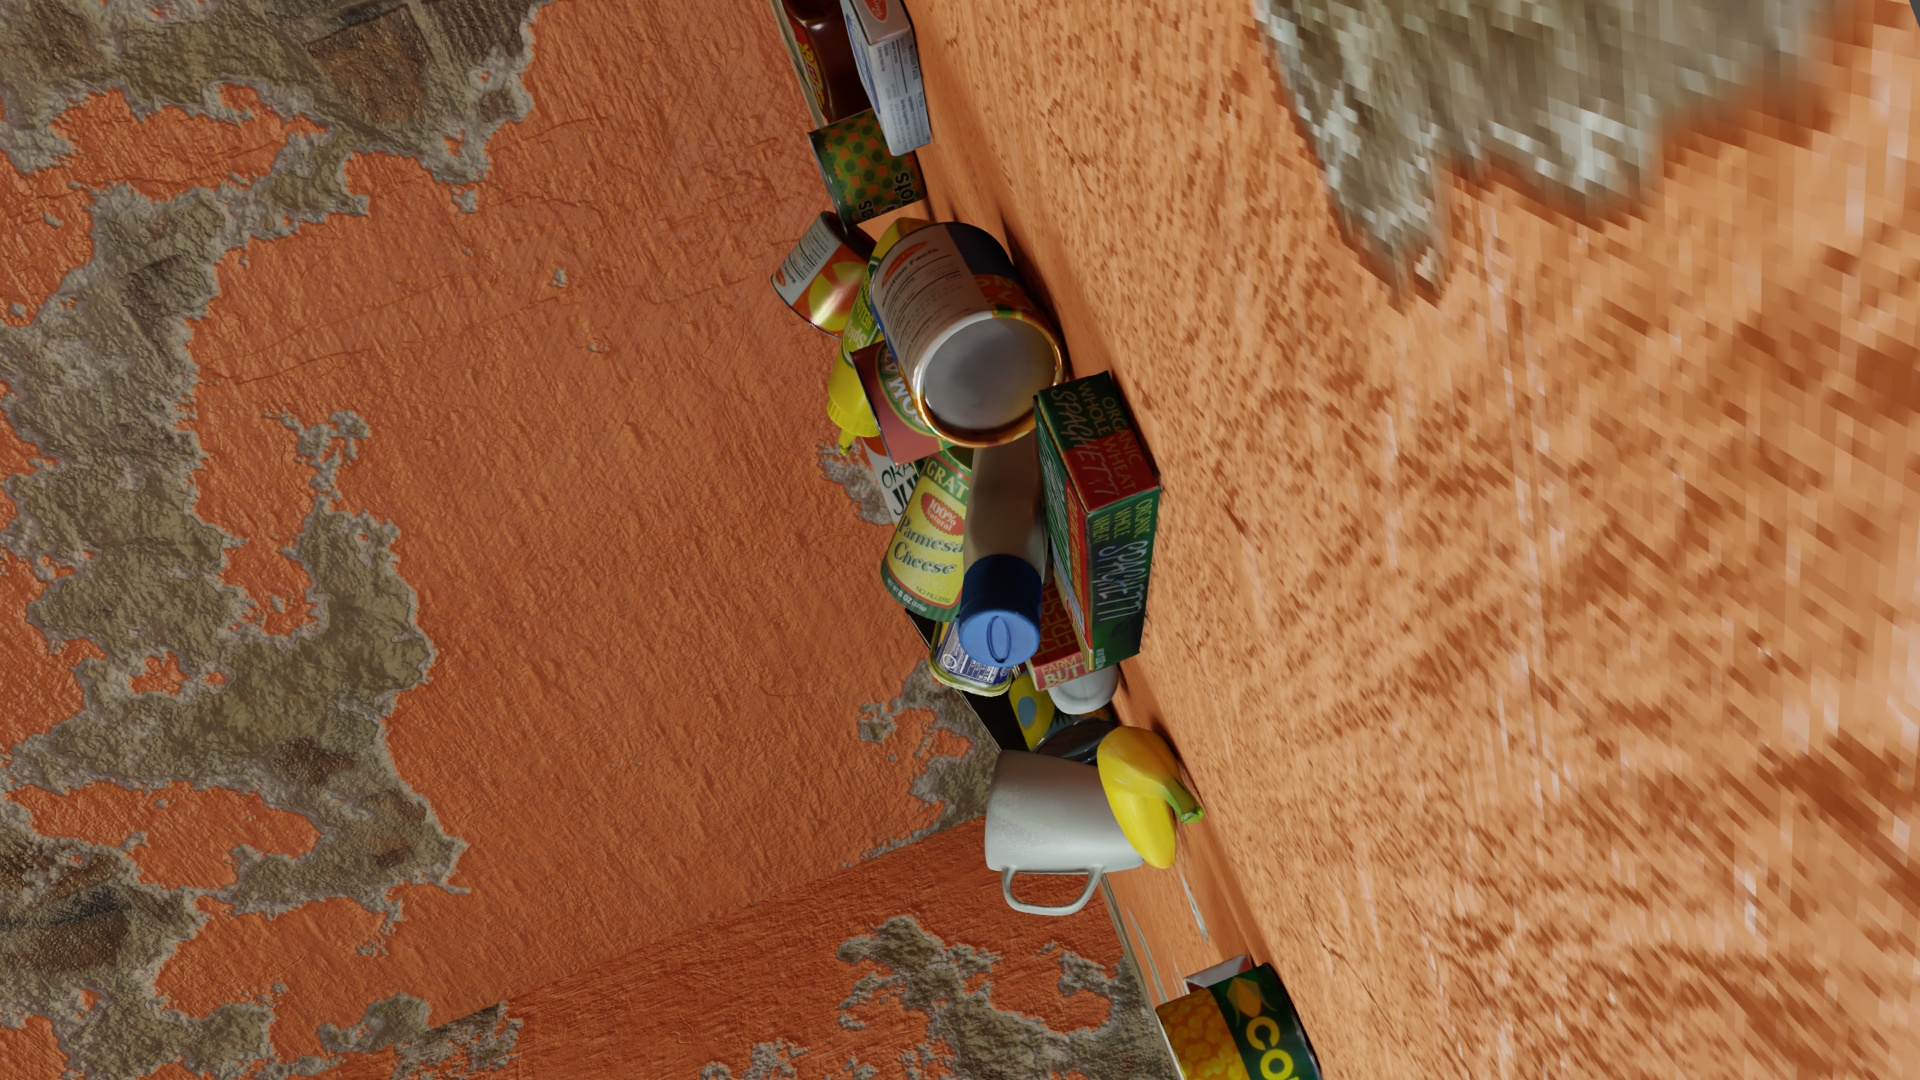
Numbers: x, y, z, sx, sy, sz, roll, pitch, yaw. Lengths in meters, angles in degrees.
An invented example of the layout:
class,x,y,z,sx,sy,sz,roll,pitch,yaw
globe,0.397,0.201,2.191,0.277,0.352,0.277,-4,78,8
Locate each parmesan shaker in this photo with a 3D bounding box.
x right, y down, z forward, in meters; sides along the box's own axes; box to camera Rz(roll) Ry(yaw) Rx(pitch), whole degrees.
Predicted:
class,x,y,z,sx,sy,sz,roll,pitch,yaw
parmesan shaker,0.003,-0.010,0.794,0.102,0.071,0.071,-65,30,32

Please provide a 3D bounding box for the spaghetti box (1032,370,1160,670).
class,x,y,z,sx,sy,sz,roll,pitch,yaw
spaghetti box,0.057,0.003,0.580,0.249,0.029,0.050,73,176,-72

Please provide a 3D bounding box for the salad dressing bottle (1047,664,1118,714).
class,x,y,z,sx,sy,sz,roll,pitch,yaw
salad dressing bottle,0.067,0.069,0.893,0.148,0.044,0.064,-119,14,-82

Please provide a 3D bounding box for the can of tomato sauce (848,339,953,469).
class,x,y,z,sx,sy,sz,roll,pitch,yaw
can of tomato sauce,-0.009,-0.083,0.729,0.071,0.083,0.071,169,80,-88

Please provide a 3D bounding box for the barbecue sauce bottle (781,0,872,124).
class,x,y,z,sx,sy,sz,roll,pitch,yaw
barbecue sauce bottle,-0.082,-0.317,0.939,0.148,0.044,0.065,71,177,-63

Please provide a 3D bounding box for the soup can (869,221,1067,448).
class,x,y,z,sx,sy,sz,roll,pitch,yaw
soup can,0.004,-0.086,0.589,0.084,0.071,0.071,-113,3,-51

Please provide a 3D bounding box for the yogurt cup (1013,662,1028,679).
class,x,y,z,sx,sy,sz,roll,pitch,yaw
yogurt cup,0.063,0.082,1.054,0.072,0.054,0.072,170,79,-88

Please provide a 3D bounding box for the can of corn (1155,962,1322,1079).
class,x,y,z,sx,sy,sz,roll,pitch,yaw
can of corn,0.131,0.242,0.654,0.071,0.058,0.071,173,76,-89

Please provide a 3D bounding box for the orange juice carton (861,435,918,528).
class,x,y,z,sx,sy,sz,roll,pitch,yaw
orange juice carton,-0.011,-0.049,1.045,0.073,0.071,0.193,3,-121,-50

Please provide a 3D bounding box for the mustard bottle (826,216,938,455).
class,x,y,z,sx,sy,sz,roll,pitch,yaw
mustard bottle,-0.045,-0.110,0.819,0.159,0.049,0.065,-62,34,34

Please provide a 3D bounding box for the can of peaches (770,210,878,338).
class,x,y,z,sx,sy,sz,roll,pitch,yaw
can of peaches,-0.083,-0.179,0.937,0.071,0.058,0.071,35,-159,-16

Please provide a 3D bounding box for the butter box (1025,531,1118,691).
class,x,y,z,sx,sy,sz,roll,pitch,yaw
butter box,0.053,0.039,0.813,0.104,0.053,0.024,-113,5,-49

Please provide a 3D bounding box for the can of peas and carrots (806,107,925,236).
class,x,y,z,sx,sy,sz,roll,pitch,yaw
can of peas and carrots,-0.060,-0.240,0.898,0.071,0.059,0.071,172,77,-89

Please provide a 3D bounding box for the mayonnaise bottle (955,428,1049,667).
class,x,y,z,sx,sy,sz,roll,pitch,yaw
mayonnaise bottle,0.023,-0.003,0.661,0.149,0.041,0.064,-83,-9,-50

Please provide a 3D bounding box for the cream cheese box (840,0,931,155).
class,x,y,z,sx,sy,sz,roll,pitch,yaw
cream cheese box,-0.038,-0.244,0.702,0.103,0.024,0.053,74,176,-74

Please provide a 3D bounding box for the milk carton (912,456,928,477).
class,x,y,z,sx,sy,sz,roll,pitch,yaw
milk carton,-0.012,-0.096,0.908,0.073,0.072,0.191,70,179,-48

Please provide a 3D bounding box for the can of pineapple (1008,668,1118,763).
class,x,y,z,sx,sy,sz,roll,pitch,yaw
can of pineapple,0.075,0.123,1.000,0.070,0.071,0.058,71,177,-56

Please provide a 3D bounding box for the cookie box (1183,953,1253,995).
class,x,y,z,sx,sy,sz,roll,pitch,yaw
cookie box,0.165,0.313,0.756,0.166,0.040,0.123,71,178,-55
